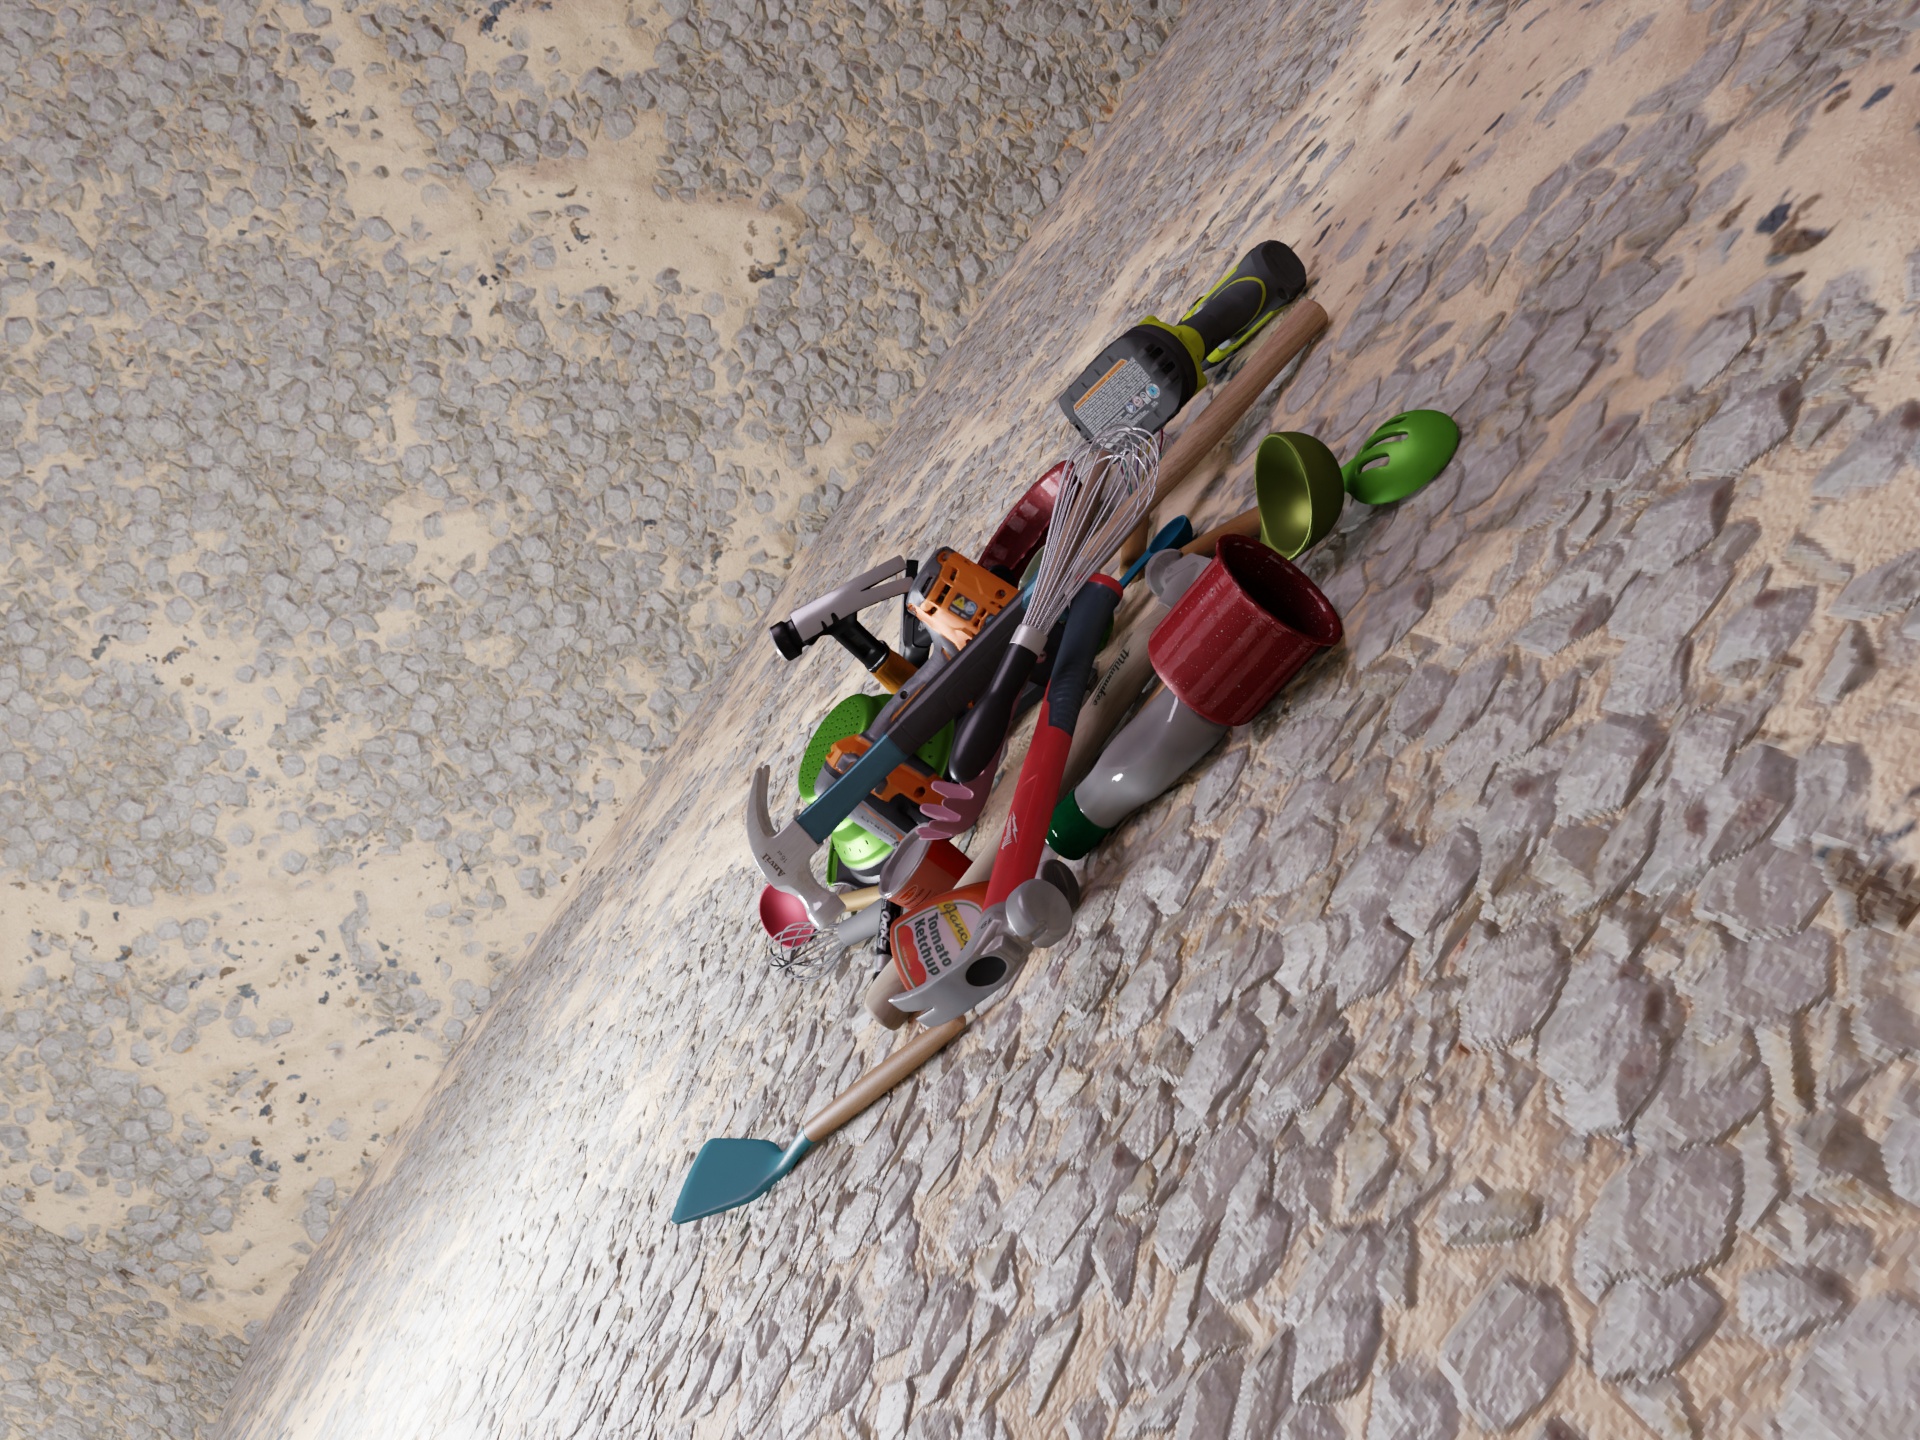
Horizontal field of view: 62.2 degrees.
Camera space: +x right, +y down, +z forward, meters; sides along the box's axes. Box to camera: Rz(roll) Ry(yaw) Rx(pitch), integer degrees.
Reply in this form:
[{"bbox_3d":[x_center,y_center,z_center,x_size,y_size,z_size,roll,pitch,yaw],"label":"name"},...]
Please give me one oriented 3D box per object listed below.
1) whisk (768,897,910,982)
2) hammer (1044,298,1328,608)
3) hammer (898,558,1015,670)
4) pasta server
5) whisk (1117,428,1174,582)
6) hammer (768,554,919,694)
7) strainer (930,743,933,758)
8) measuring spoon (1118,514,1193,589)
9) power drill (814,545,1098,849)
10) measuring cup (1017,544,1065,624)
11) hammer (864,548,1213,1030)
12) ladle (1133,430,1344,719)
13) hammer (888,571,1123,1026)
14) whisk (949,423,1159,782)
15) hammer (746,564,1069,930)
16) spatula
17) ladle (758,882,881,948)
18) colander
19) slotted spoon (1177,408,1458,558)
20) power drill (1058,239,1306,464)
[{"bbox_3d":[-0.094,0.177,1.351,0.239,0.055,0.055,-32,27,47],"label":"whisk"},{"bbox_3d":[0.179,-0.213,1.297,0.331,0.031,0.130,-48,20,-2],"label":"hammer"},{"bbox_3d":[-0.009,-0.108,1.537,0.335,0.035,0.146,161,112,-74],"label":"hammer"},{"bbox_3d":[0.043,-0.053,1.178,0.060,0.040,0.316,-130,60,-77],"label":"pasta server"},{"bbox_3d":[0.156,-0.200,1.395,0.047,0.051,0.245,-38,25,34],"label":"whisk"},{"bbox_3d":[-0.063,-0.057,1.448,0.127,0.034,0.336,-28,-18,5],"label":"hammer"},{"bbox_3d":[-0.055,0.032,1.552,0.258,0.050,0.087,-11,62,65],"label":"strainer"},{"bbox_3d":[0.141,-0.110,1.268,0.128,0.021,0.042,-48,15,11],"label":"measuring spoon"},{"bbox_3d":[-0.002,-0.004,1.282,0.226,0.164,0.084,-60,-10,14],"label":"power drill"},{"bbox_3d":[0.066,-0.075,1.432,0.083,0.038,0.167,-156,85,-73],"label":"measuring cup"},{"bbox_3d":[0.063,0.055,1.146,0.410,0.038,0.146,-55,16,4],"label":"hammer"},{"bbox_3d":[0.145,-0.046,1.044,0.320,0.062,0.078,-56,33,18],"label":"ladle"},{"bbox_3d":[0.049,0.031,1.064,0.143,0.038,0.387,-43,18,39],"label":"hammer"},{"bbox_3d":[0.062,-0.083,1.103,0.285,0.070,0.070,-63,16,-11],"label":"whisk"},{"bbox_3d":[-0.039,0.009,1.236,0.331,0.128,0.033,-44,-4,12],"label":"hammer"},{"bbox_3d":[-0.102,0.282,1.150,0.317,0.044,0.082,-43,15,35],"label":"spatula"},{"bbox_3d":[-0.104,0.162,1.425,0.031,0.069,0.315,-18,-1,-32],"label":"ladle"},{"bbox_3d":[-0.029,0.001,1.384,0.397,0.094,0.205,-39,32,36],"label":"colander"},{"bbox_3d":[0.227,-0.148,1.096,0.070,0.031,0.314,-65,16,-18],"label":"slotted spoon"},{"bbox_3d":[0.191,-0.320,1.396,0.223,0.080,0.171,-42,3,-38],"label":"power drill"}]
